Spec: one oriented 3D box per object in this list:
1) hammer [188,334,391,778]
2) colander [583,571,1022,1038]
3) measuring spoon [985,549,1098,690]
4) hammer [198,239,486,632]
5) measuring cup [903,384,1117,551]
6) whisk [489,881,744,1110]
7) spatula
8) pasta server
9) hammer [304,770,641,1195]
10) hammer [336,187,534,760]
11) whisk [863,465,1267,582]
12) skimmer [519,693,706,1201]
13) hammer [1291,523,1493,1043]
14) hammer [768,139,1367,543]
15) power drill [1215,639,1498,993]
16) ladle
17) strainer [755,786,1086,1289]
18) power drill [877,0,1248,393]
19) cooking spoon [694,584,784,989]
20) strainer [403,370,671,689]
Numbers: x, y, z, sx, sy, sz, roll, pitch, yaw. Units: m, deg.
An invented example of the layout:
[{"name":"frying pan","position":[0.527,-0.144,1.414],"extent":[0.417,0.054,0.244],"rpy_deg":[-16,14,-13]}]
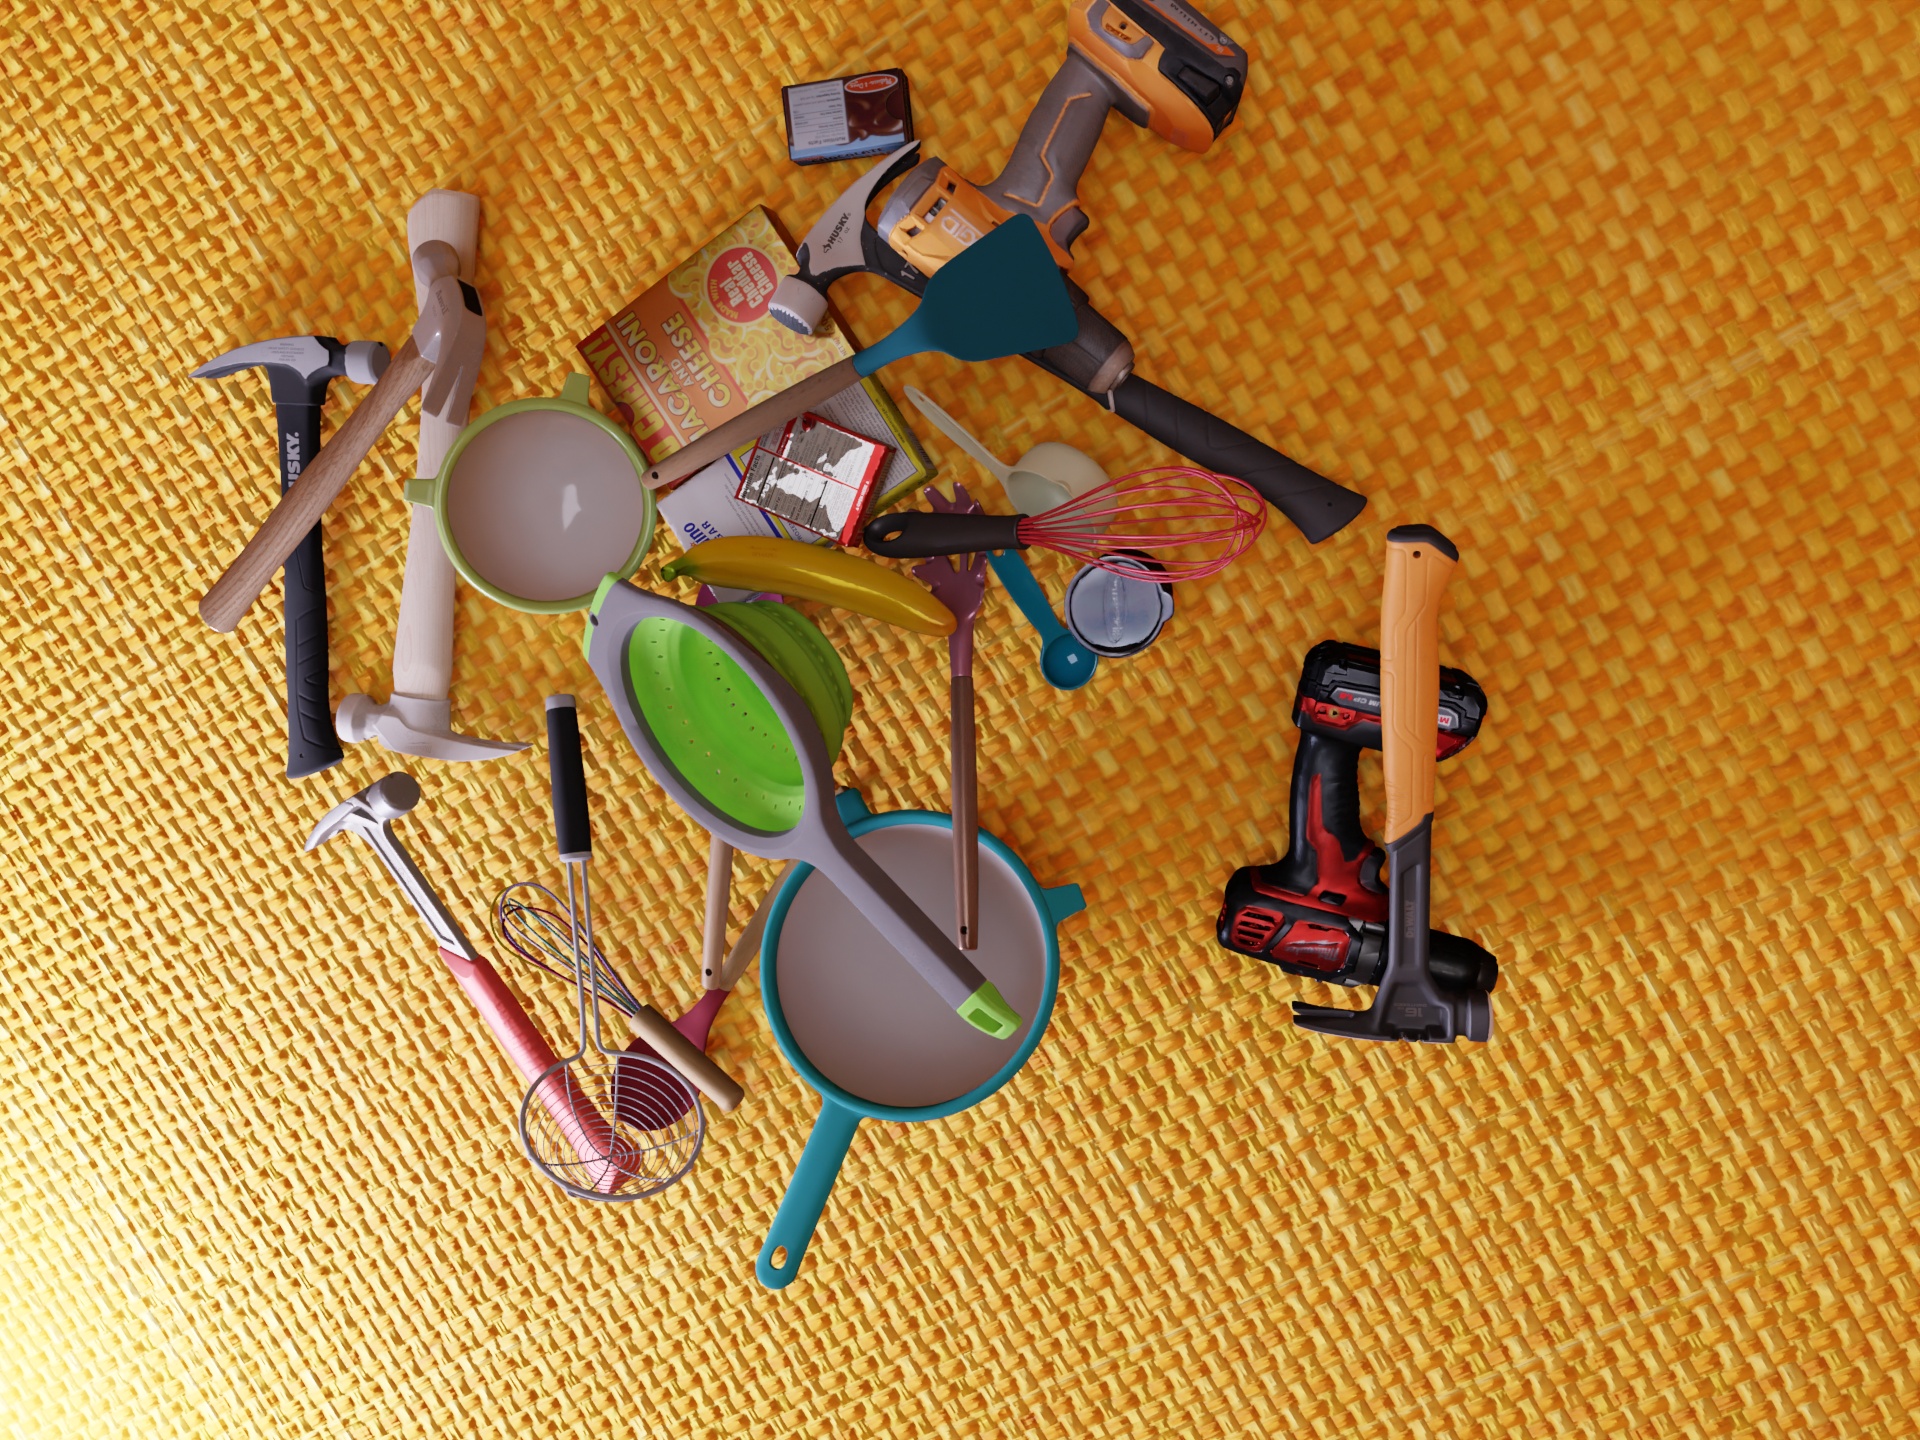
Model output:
[{"name":"hammer","position":[-0.501,-0.120,1.201],"extent":[0.146,0.035,0.334],"rpy_deg":[4,101,10]},{"name":"colander","position":[-0.084,0.043,1.066],"extent":[0.397,0.094,0.204],"rpy_deg":[45,144,7]},{"name":"measuring spoon","position":[0.050,-0.077,1.094],"extent":[0.042,0.021,0.128],"rpy_deg":[-36,108,-6]},{"name":"hammer","position":[-0.441,-0.179,1.124],"extent":[0.331,0.031,0.130],"rpy_deg":[-43,54,21]},{"name":"measuring cup","position":[0.035,-0.181,1.067],"extent":[0.167,0.083,0.038],"rpy_deg":[40,72,3]},{"name":"whisk","position":[-0.259,0.209,1.190],"extent":[0.245,0.047,0.051],"rpy_deg":[39,141,11]},{"name":"spatula","position":[-0.079,-0.215,1.017],"extent":[0.317,0.044,0.082],"rpy_deg":[-21,98,28]},{"name":"pasta server","position":[-0.002,-0.003,1.080],"extent":[0.060,0.040,0.316],"rpy_deg":[-5,80,23]},{"name":"hammer","position":[-0.362,0.209,1.207],"extent":[0.149,0.037,0.359],"rpy_deg":[-28,98,43]},{"name":"hammer","position":[-0.373,-0.173,1.166],"extent":[0.146,0.038,0.410],"rpy_deg":[9,101,8]},{"name":"whisk","position":[0.057,-0.121,1.012],"extent":[0.296,0.073,0.073],"rpy_deg":[2,101,34]},{"name":"skimmer","position":[-0.260,0.153,1.130],"extent":[0.127,0.090,0.363],"rpy_deg":[-3,79,-27]},{"name":"hammer","position":[0.274,0.045,1.001],"extent":[0.127,0.034,0.336],"rpy_deg":[0,105,11]},{"name":"hammer","position":[0.085,-0.234,1.055],"extent":[0.409,0.036,0.149],"rpy_deg":[29,83,0]},{"name":"power drill","position":[0.286,0.075,1.063],"extent":[0.188,0.080,0.226],"rpy_deg":[14,105,8]},{"name":"ladle","position":[-0.167,0.178,1.193],"extent":[0.069,0.031,0.315],"rpy_deg":[36,103,11]},{"name":"strainer","position":[-0.053,0.231,1.116],"extent":[0.211,0.095,0.340],"rpy_deg":[22,85,17]},{"name":"power drill","position":[0.085,-0.336,1.004],"extent":[0.185,0.084,0.226],"rpy_deg":[41,92,2]},{"name":"cooking spoon","position":[-0.170,0.040,1.162],"extent":[0.069,0.017,0.319],"rpy_deg":[6,96,6]},{"name":"strainer","position":[-0.268,-0.112,1.149],"extent":[0.151,0.069,0.256],"rpy_deg":[-37,110,-10]}]
